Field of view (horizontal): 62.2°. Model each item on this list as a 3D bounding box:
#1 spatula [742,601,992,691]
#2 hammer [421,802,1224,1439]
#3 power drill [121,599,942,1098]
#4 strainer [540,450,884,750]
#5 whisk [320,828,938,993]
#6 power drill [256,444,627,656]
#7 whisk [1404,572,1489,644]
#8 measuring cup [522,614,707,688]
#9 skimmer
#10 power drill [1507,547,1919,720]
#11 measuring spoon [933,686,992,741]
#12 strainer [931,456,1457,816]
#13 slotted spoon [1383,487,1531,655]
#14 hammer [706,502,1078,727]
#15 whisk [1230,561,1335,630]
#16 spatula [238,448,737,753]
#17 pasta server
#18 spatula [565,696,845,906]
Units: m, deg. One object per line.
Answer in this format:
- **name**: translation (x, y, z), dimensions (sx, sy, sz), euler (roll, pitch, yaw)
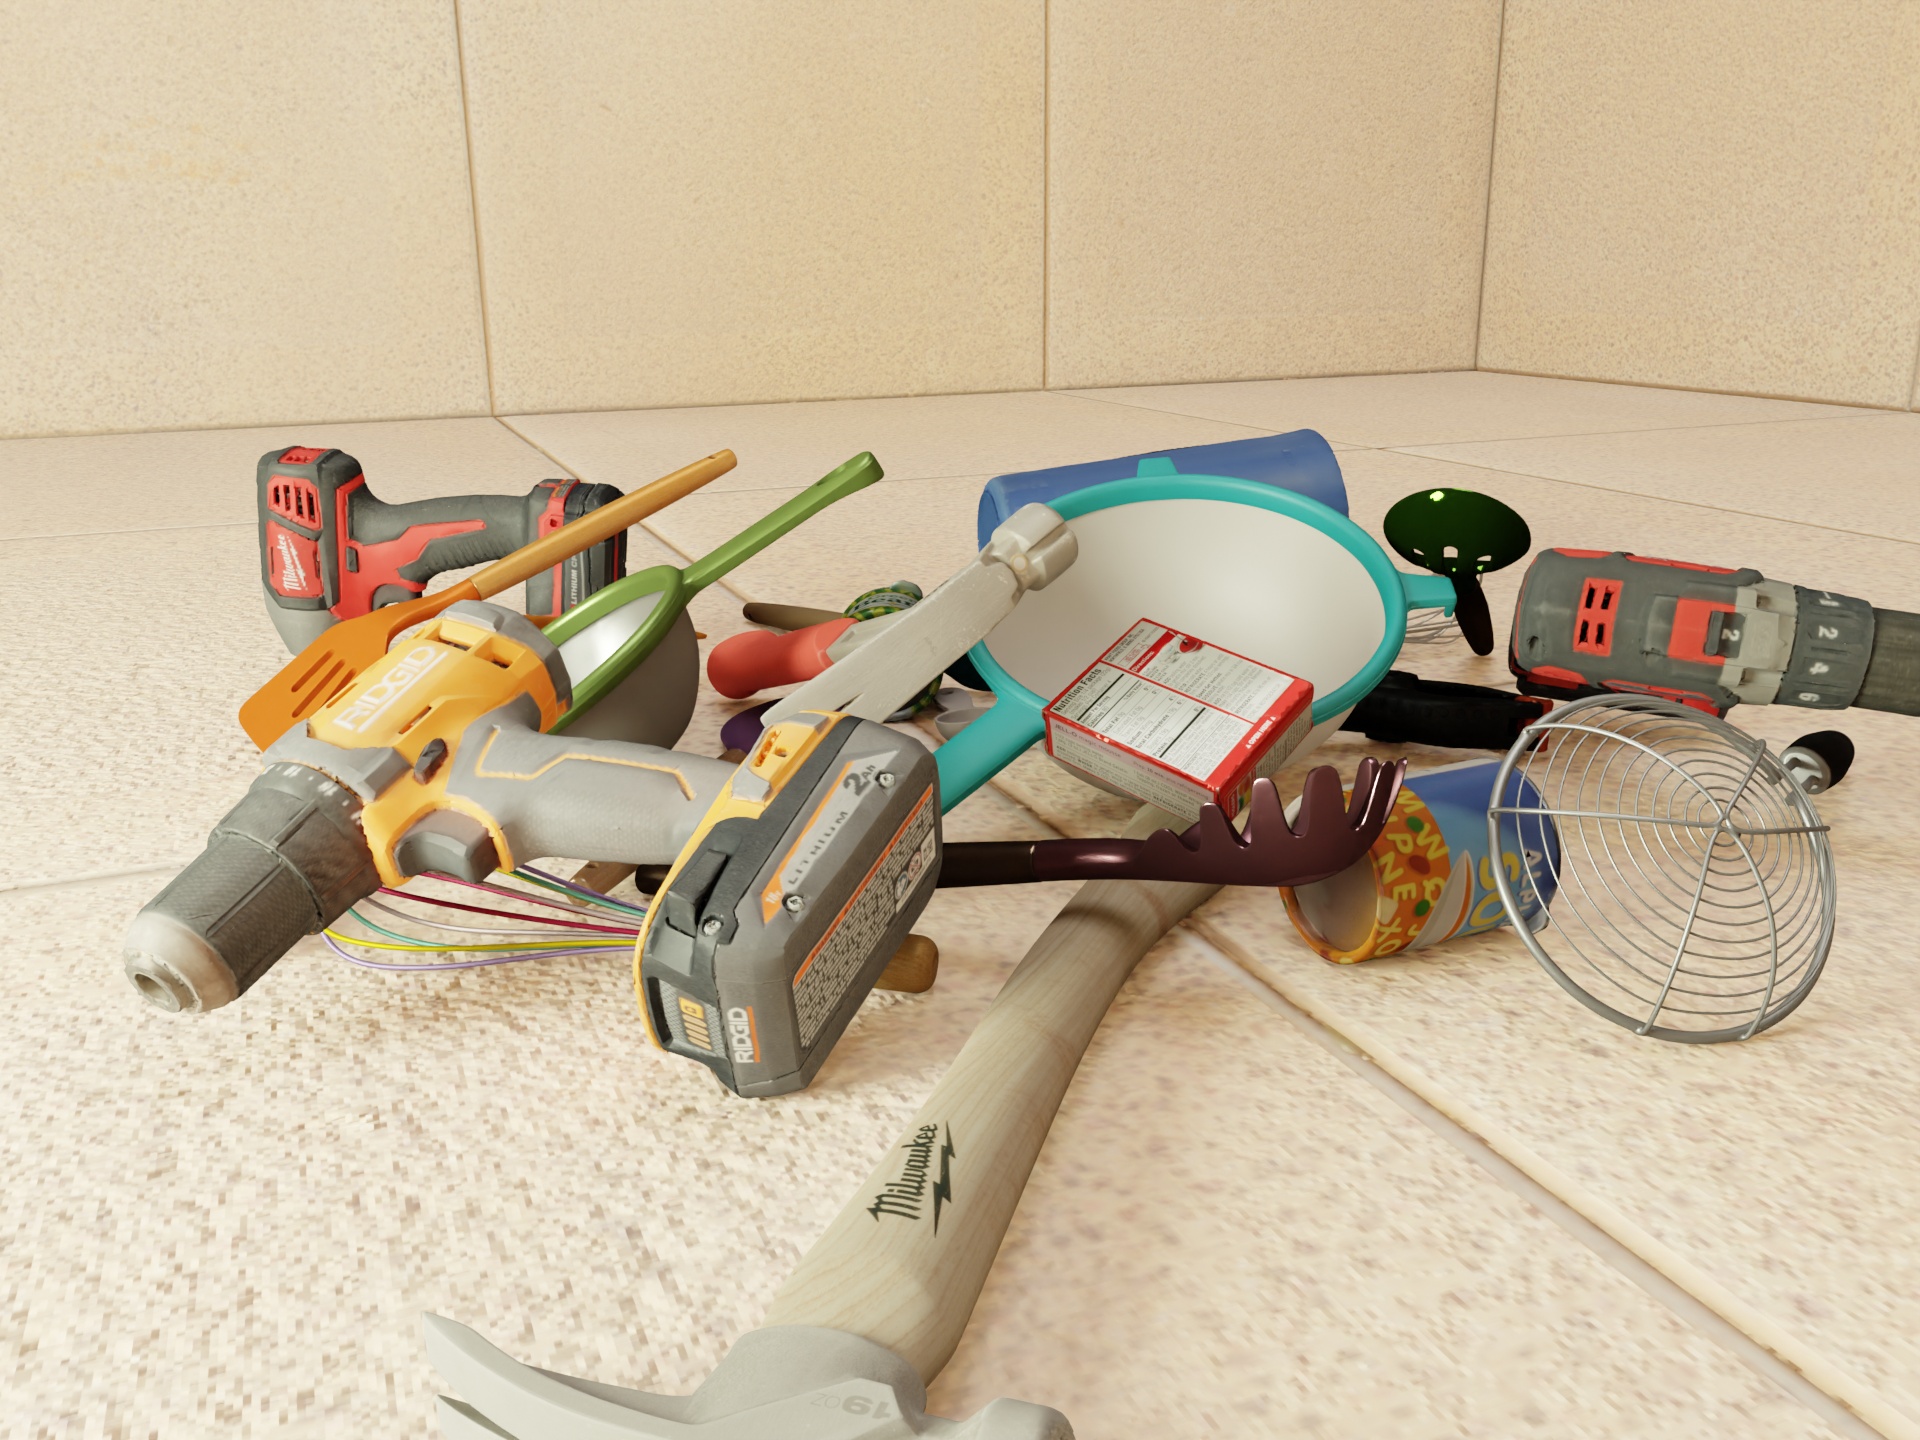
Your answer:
- **spatula**: translation (-0.051, -0.061, 1.029), dimensions (0.044, 0.082, 0.318), euler (-37, 28, -27)
- **hammer**: translation (0.013, 0.101, 0.501), dimensions (0.146, 0.038, 0.411), euler (4, 17, 19)
- **power drill**: translation (-0.142, 0.048, 0.531), dimensions (0.226, 0.084, 0.185), euler (16, 43, 20)
- **strainer**: translation (-0.133, -0.033, 0.765), dimensions (0.256, 0.069, 0.152), euler (-34, 23, 0)
- **whisk**: translation (-0.128, 0.072, 0.591), dimensions (0.245, 0.051, 0.047), euler (6, 12, 10)
- **power drill**: translation (-0.325, -0.091, 0.998), dimensions (0.219, 0.143, 0.079), euler (5, 20, -5)
- **whisk**: translation (0.254, -0.056, 1.008), dimensions (0.246, 0.059, 0.058), euler (-18, 51, -35)
- **measuring cup**: translation (-0.193, -0.026, 0.914), dimensions (0.095, 0.052, 0.173), euler (15, 9, 16)
- **skimmer**: translation (0.316, 0.041, 0.658), dimensions (0.090, 0.127, 0.363), euler (-40, -18, 28)
- **power drill**: translation (0.358, -0.038, 0.763), dimensions (0.188, 0.080, 0.226), euler (10, 5, 14)
- **measuring spoon**: translation (-0.001, -0.003, 0.896), dimensions (0.034, 0.018, 0.124), euler (-9, 11, -5)
- **strainer**: translation (0.062, 0.006, 0.753), dimensions (0.340, 0.095, 0.211), euler (-36, 49, -28)
- **slotted spoon**: translation (0.283, -0.070, 0.885), dimensions (0.070, 0.031, 0.313), euler (8, -6, 22)
- **hammer**: translation (-0.076, -0.028, 0.777), dimensions (0.149, 0.036, 0.359), euler (-39, 12, -19)
- **whisk**: translation (0.123, -0.057, 0.919), dimensions (0.296, 0.073, 0.073), euler (-7, 8, 42)
- **spatula**: translation (-0.255, -0.078, 0.906), dimensions (0.322, 0.041, 0.081), euler (-35, 47, -31)
- **pasta server**: translation (0.005, 0.045, 0.584), dimensions (0.316, 0.040, 0.060), euler (-6, -1, 29)
- **spatula**: translation (-0.121, 0.028, 0.780), dimensions (0.060, 0.018, 0.316), euler (0, 15, 12)
